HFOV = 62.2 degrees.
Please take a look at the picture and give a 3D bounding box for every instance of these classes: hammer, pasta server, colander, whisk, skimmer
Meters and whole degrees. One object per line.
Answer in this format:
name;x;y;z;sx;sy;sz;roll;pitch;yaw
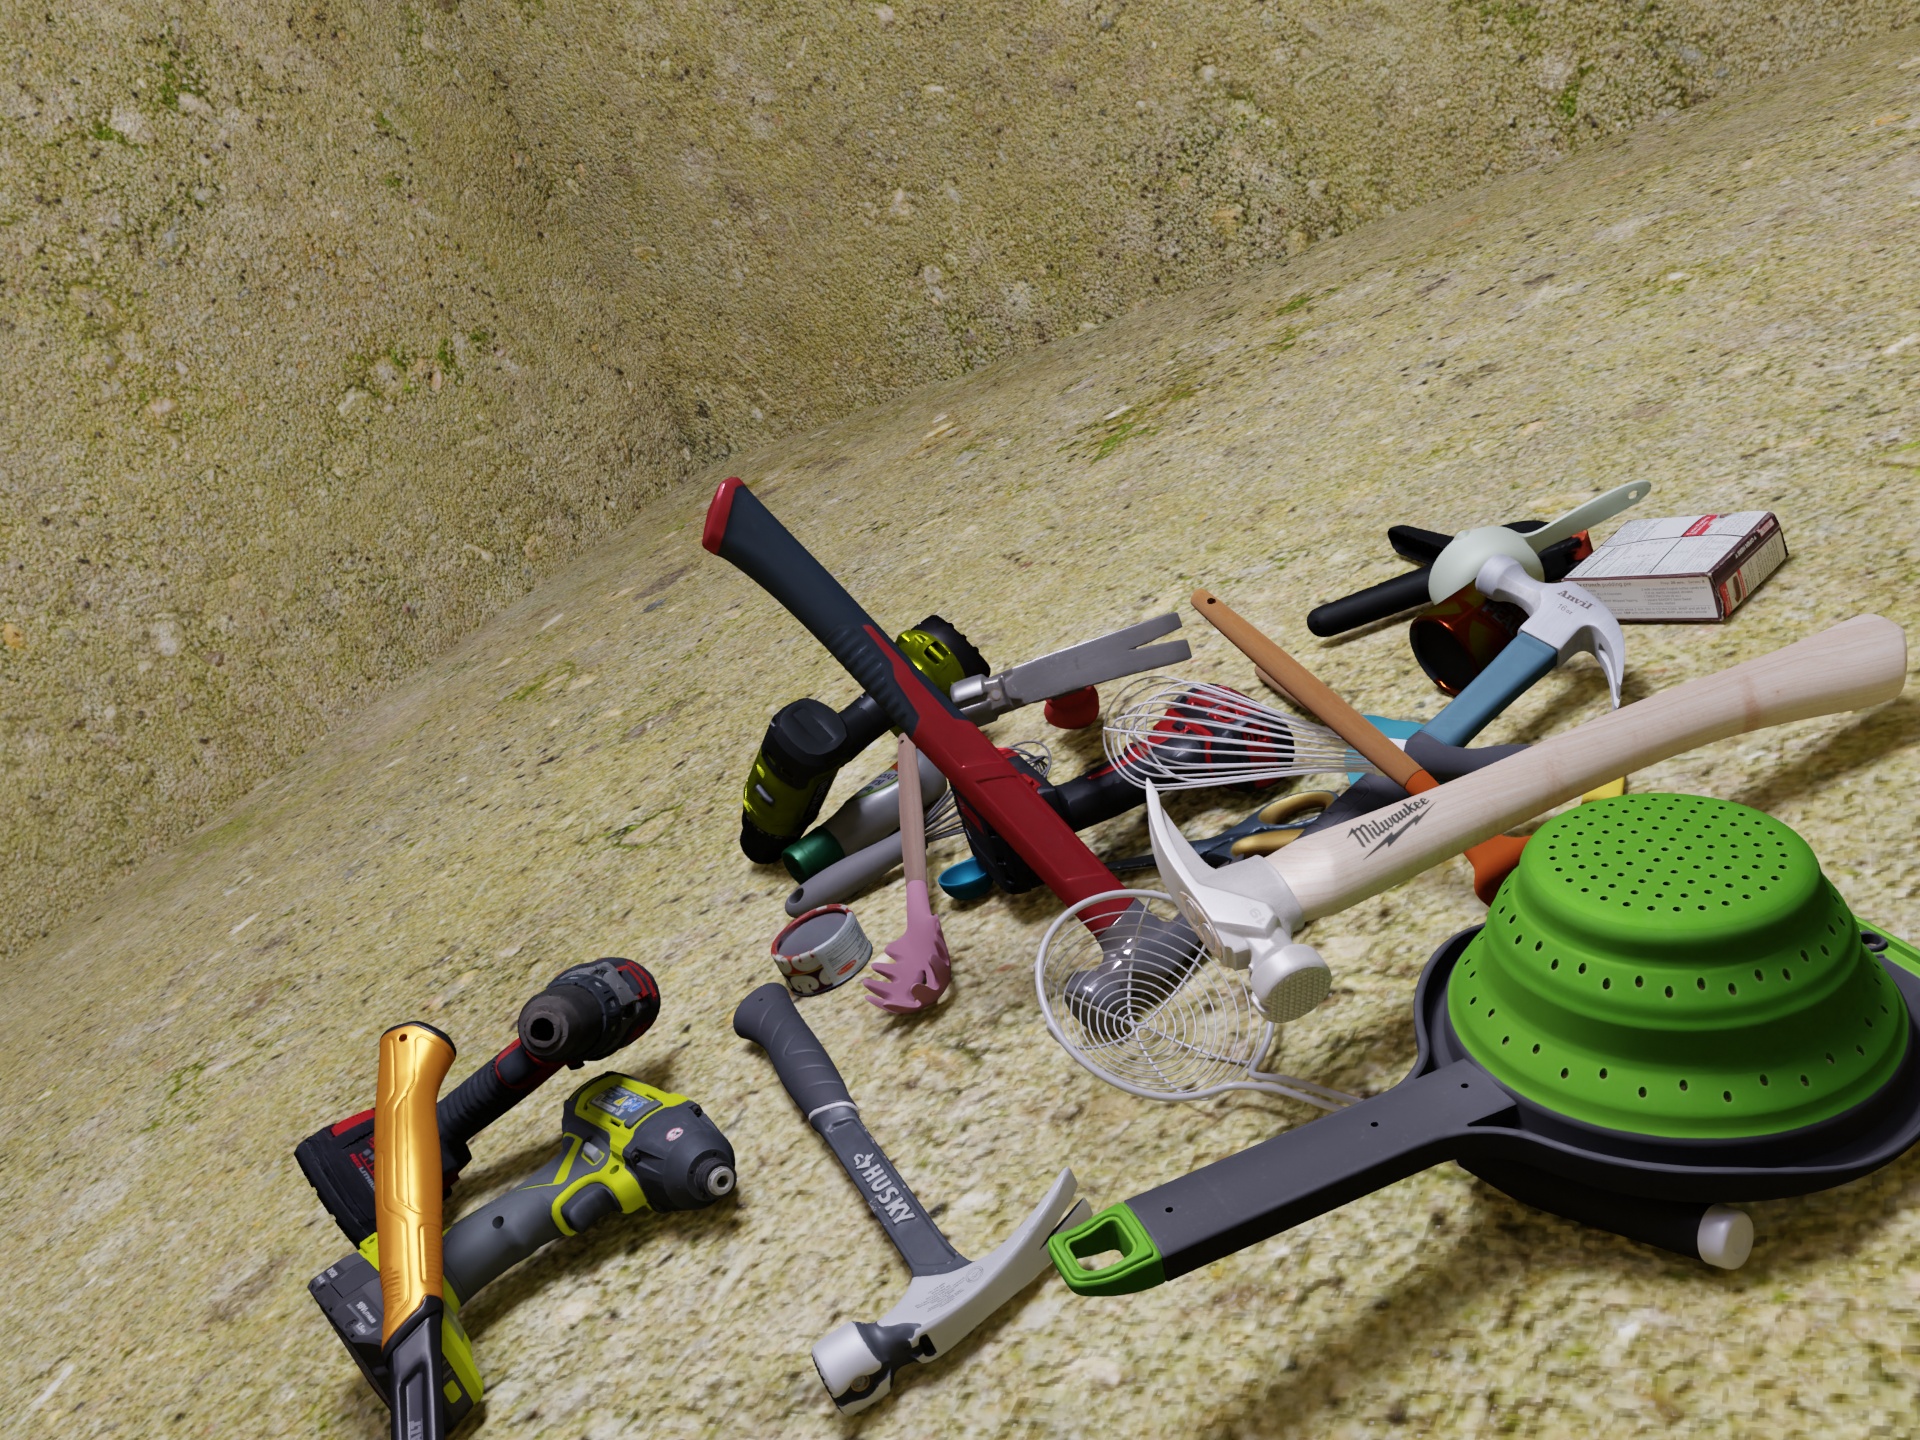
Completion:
hammer;0.297;0.020;0.810;0.410;0.038;0.146;-20;43;-12
pasta server;-0.037;0.097;1.130;0.060;0.040;0.317;-34;30;17
colander;0.214;0.118;0.634;0.397;0.094;0.205;-18;25;-14
whisk;-0.033;0.086;1.216;0.239;0.055;0.055;-31;19;6
whisk;0.218;0.020;0.927;0.285;0.070;0.070;6;32;23
hammer;0.276;0.024;0.962;0.331;0.033;0.128;-39;51;-18
hammer;-0.287;0.292;0.810;0.127;0.034;0.337;-13;42;-9
hammer;0.088;-0.023;1.144;0.149;0.037;0.359;-17;-5;6
hammer;-0.001;-0.003;0.941;0.143;0.386;0.038;-42;-2;-29
skimmer;0.175;0.153;0.726;0.127;0.090;0.363;-26;18;-30
hammer;-0.063;0.231;0.911;0.149;0.036;0.409;-30;20;-13

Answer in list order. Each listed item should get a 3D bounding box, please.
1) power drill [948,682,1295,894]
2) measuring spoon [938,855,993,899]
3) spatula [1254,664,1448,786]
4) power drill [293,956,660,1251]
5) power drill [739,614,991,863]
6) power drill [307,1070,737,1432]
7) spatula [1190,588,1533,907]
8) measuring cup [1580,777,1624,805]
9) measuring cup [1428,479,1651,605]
power drill;0.109;0.034;1.112;0.219;0.078;0.143;-20;17;-9
measuring spoon;0.029;0.100;1.165;0.042;0.021;0.128;-7;18;36
spatula;0.261;0.004;1.104;0.082;0.044;0.318;-27;15;-1
power drill;-0.301;0.233;1.007;0.226;0.080;0.188;-37;-5;-1
power drill;-0.091;0.021;1.343;0.228;0.080;0.190;-36;-16;-37
power drill;-0.242;0.295;0.913;0.223;0.080;0.171;-34;20;-30
spatula;0.232;0.012;0.870;0.081;0.041;0.323;-32;52;-15
measuring cup;0.336;0.057;0.857;0.062;0.029;0.156;-11;27;37
measuring cup;0.414;-0.118;1.120;0.167;0.083;0.038;-29;34;12
